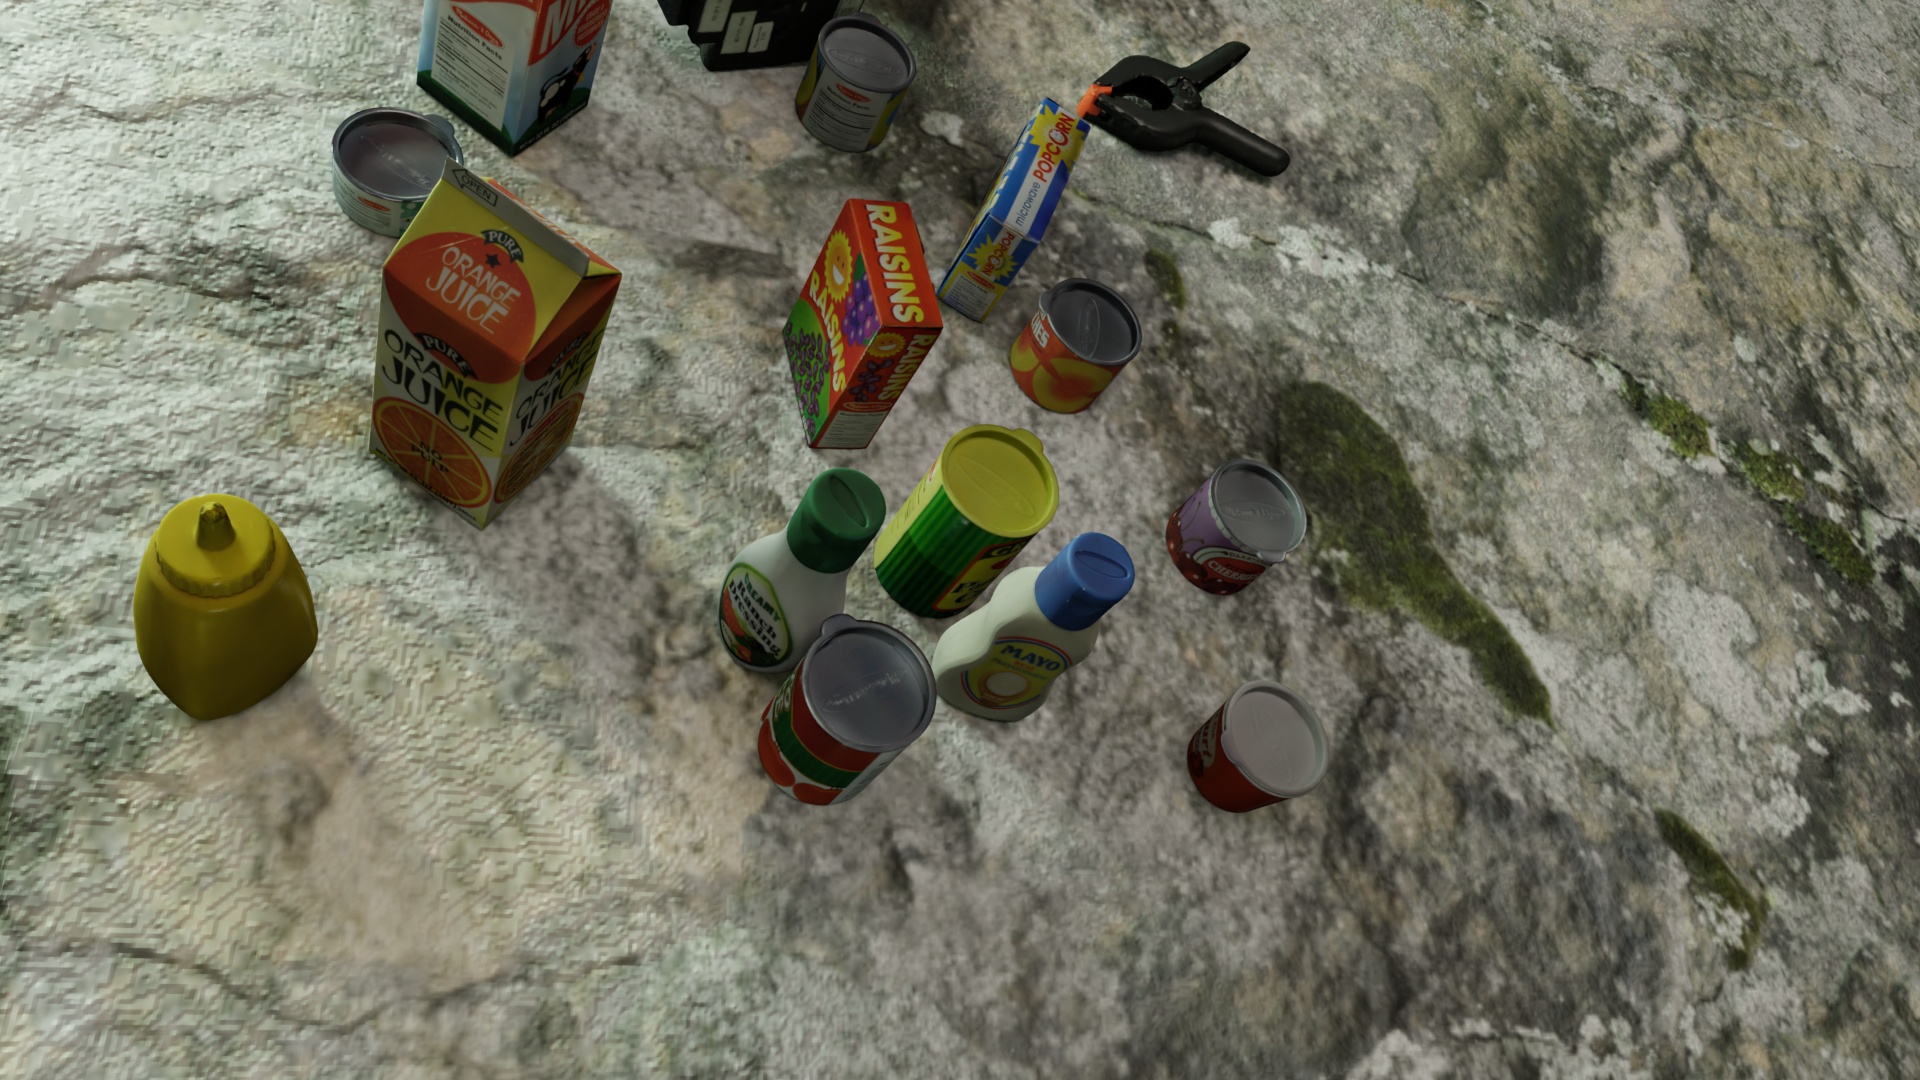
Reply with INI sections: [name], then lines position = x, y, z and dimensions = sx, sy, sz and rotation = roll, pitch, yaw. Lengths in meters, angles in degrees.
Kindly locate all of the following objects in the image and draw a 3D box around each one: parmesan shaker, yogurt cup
[parmesan shaker]
position = 0.003, -0.009, 0.748
dimensions = 0.071, 0.102, 0.071
rotation = 12, 58, -19
[yogurt cup]
position = 0.164, 0.119, 0.780
dimensions = 0.072, 0.053, 0.073
rotation = 12, 58, -19

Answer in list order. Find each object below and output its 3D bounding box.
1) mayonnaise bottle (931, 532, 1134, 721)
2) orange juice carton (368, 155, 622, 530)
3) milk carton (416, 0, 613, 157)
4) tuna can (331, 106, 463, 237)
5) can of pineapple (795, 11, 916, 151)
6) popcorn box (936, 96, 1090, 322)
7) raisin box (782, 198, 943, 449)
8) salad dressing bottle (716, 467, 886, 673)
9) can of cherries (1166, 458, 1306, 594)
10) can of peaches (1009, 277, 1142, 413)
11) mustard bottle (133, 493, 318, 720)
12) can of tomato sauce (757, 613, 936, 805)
[mayonnaise bottle]
position = 0.038, 0.045, 0.705
dimensions = 0.065, 0.147, 0.041
rotation = 21, 55, -13
[orange juice carton]
position = -0.214, -0.091, 0.637
dimensions = 0.072, 0.191, 0.073
rotation = 36, 53, -3
[milk carton]
position = -0.236, -0.310, 0.756
dimensions = 0.073, 0.189, 0.073
rotation = 38, 53, -1
[tuna can]
position = -0.306, -0.202, 0.758
dimensions = 0.071, 0.032, 0.071
rotation = 12, 58, -19
[can of pineapple]
position = -0.069, -0.300, 0.912
dimensions = 0.071, 0.057, 0.071
rotation = 12, 58, -19
[popcorn box]
position = 0.034, -0.212, 0.893
dimensions = 0.038, 0.084, 0.127
rotation = 28, 54, -8
[raisin box]
position = -0.056, -0.117, 0.770
dimensions = 0.040, 0.122, 0.086
rotation = -2, 63, -26
[salad dressing bottle]
position = -0.077, 0.016, 0.668
dimensions = 0.044, 0.147, 0.064
rotation = -27, 76, -35
[can of cherries]
position = 0.168, -0.005, 0.852
dimensions = 0.071, 0.058, 0.072
rotation = 12, 58, -19
[can of peaches]
position = 0.070, -0.123, 0.874
dimensions = 0.071, 0.057, 0.071
rotation = 12, 58, -19
[mustard bottle]
position = -0.294, 0.020, 0.554
dimensions = 0.049, 0.159, 0.065
rotation = 47, 54, 6
[can of tomato sauce]
position = -0.059, 0.084, 0.677
dimensions = 0.071, 0.082, 0.071
rotation = 12, 58, -19
